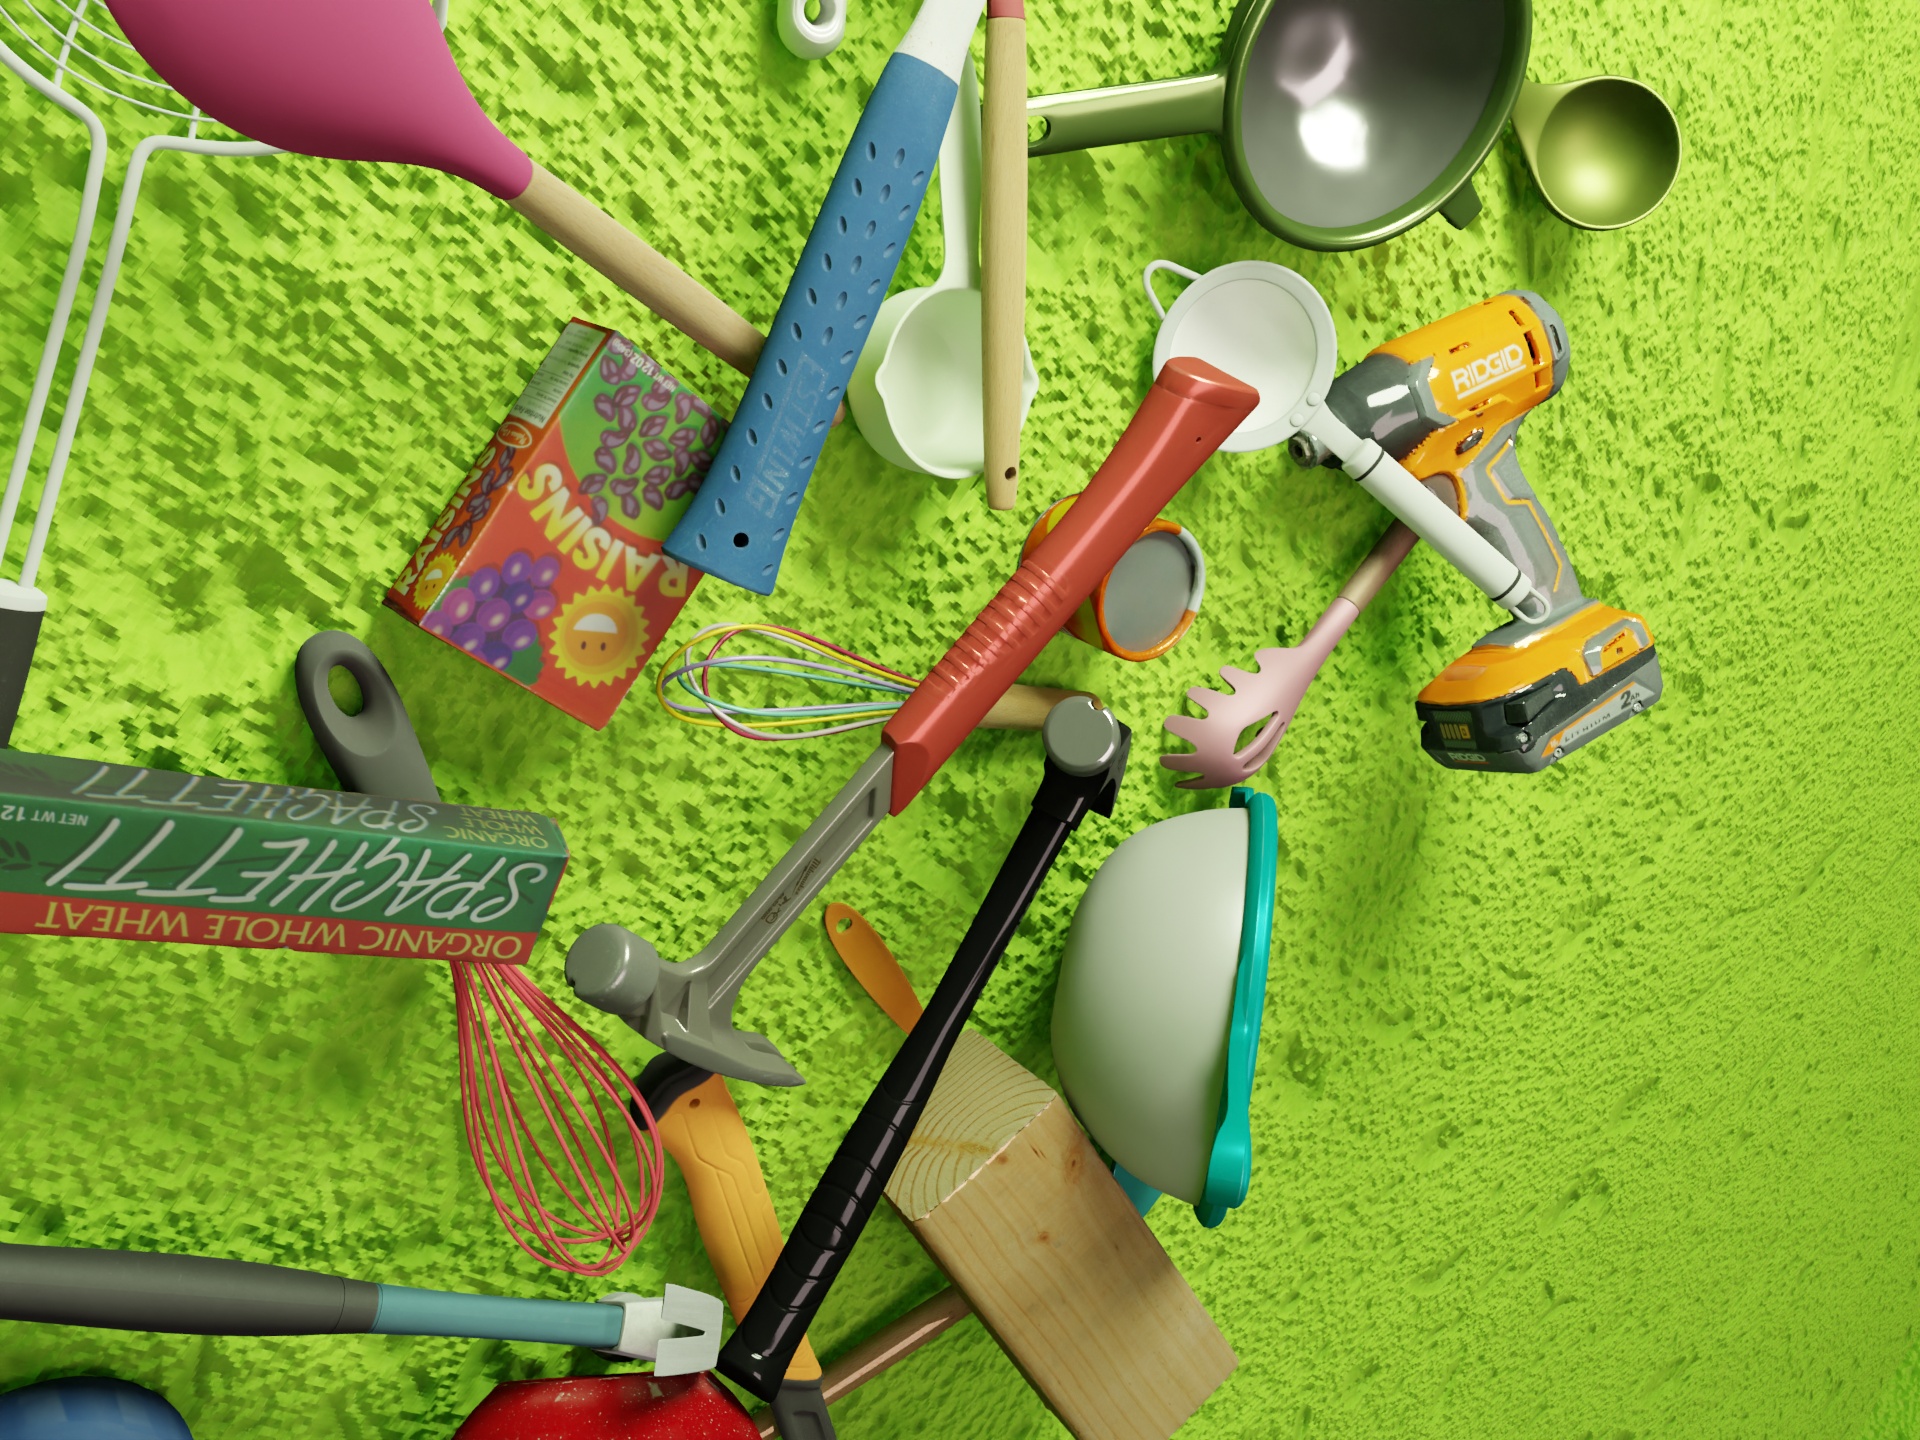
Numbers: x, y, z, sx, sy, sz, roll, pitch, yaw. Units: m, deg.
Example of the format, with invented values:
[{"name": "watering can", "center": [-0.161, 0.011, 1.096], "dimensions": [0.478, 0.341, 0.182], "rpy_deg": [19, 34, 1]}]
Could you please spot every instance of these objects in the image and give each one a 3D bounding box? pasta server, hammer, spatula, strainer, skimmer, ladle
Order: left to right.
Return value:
[{"name": "skimmer", "center": [-0.250, -0.085, 0.450], "dimensions": [0.127, 0.090, 0.363], "rpy_deg": [12, 101, -44]}, {"name": "hammer", "center": [-0.238, 0.220, 0.598], "dimensions": [0.330, 0.128, 0.033], "rpy_deg": [20, 64, -34]}, {"name": "hammer", "center": [-0.081, 0.291, 0.764], "dimensions": [0.127, 0.034, 0.336], "rpy_deg": [-23, 117, -19]}, {"name": "hammer", "center": [-0.015, 0.147, 0.707], "dimensions": [0.335, 0.035, 0.146], "rpy_deg": [-61, 170, -4]}, {"name": "hammer", "center": [-0.002, -0.236, 0.558], "dimensions": [0.144, 0.035, 0.405], "rpy_deg": [21, 95, -31]}, {"name": "hammer", "center": [-0.001, -0.002, 0.661], "dimensions": [0.359, 0.037, 0.149], "rpy_deg": [-49, 144, -2]}, {"name": "spatula", "center": [0.007, 0.302, 0.866], "dimensions": [0.317, 0.044, 0.082], "rpy_deg": [-26, 123, -21]}, {"name": "ladle", "center": [0.015, -0.238, 0.603], "dimensions": [0.069, 0.031, 0.315], "rpy_deg": [-11, 108, -34]}, {"name": "strainer", "center": [0.085, 0.140, 0.721], "dimensions": [0.340, 0.095, 0.211], "rpy_deg": [-28, 126, -80]}, {"name": "strainer", "center": [0.118, -0.277, 0.683], "dimensions": [0.256, 0.069, 0.151], "rpy_deg": [-14, 130, -14]}, {"name": "strainer", "center": [0.182, -0.127, 0.748], "dimensions": [0.258, 0.050, 0.087], "rpy_deg": [39, 101, -9]}, {"name": "pasta server", "center": [0.218, -0.083, 0.862], "dimensions": [0.316, 0.040, 0.060], "rpy_deg": [-50, 131, -15]}, {"name": "ladle", "center": [0.242, -0.326, 0.754], "dimensions": [0.320, 0.062, 0.078], "rpy_deg": [19, 99, -39]}]

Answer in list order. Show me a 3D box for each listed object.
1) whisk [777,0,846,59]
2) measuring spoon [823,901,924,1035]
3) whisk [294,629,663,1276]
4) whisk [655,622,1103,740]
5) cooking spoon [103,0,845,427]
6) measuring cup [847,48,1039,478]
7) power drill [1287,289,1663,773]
[{"name": "whisk", "center": [-0.042, -0.352, 0.528], "dimensions": [0.057, 0.059, 0.246], "rpy_deg": [-5, 117, -24]}, {"name": "measuring spoon", "center": [-0.037, 0.126, 0.764], "dimensions": [0.021, 0.011, 0.116], "rpy_deg": [-41, 125, -14]}, {"name": "whisk", "center": [-0.182, 0.098, 0.610], "dimensions": [0.073, 0.073, 0.295], "rpy_deg": [-29, 118, -25]}, {"name": "whisk", "center": [-0.023, -0.012, 0.693], "dimensions": [0.244, 0.051, 0.047], "rpy_deg": [4, 101, -42]}, {"name": "cooking spoon", "center": [-0.123, -0.159, 0.504], "dimensions": [0.069, 0.017, 0.318], "rpy_deg": [-56, 150, 5]}, {"name": "measuring cup", "center": [-0.011, -0.182, 0.636], "dimensions": [0.083, 0.038, 0.167], "rpy_deg": [-9, 104, -37]}, {"name": "power drill", "center": [0.261, -0.090, 0.820], "dimensions": [0.164, 0.084, 0.226], "rpy_deg": [-25, 101, -22]}]
